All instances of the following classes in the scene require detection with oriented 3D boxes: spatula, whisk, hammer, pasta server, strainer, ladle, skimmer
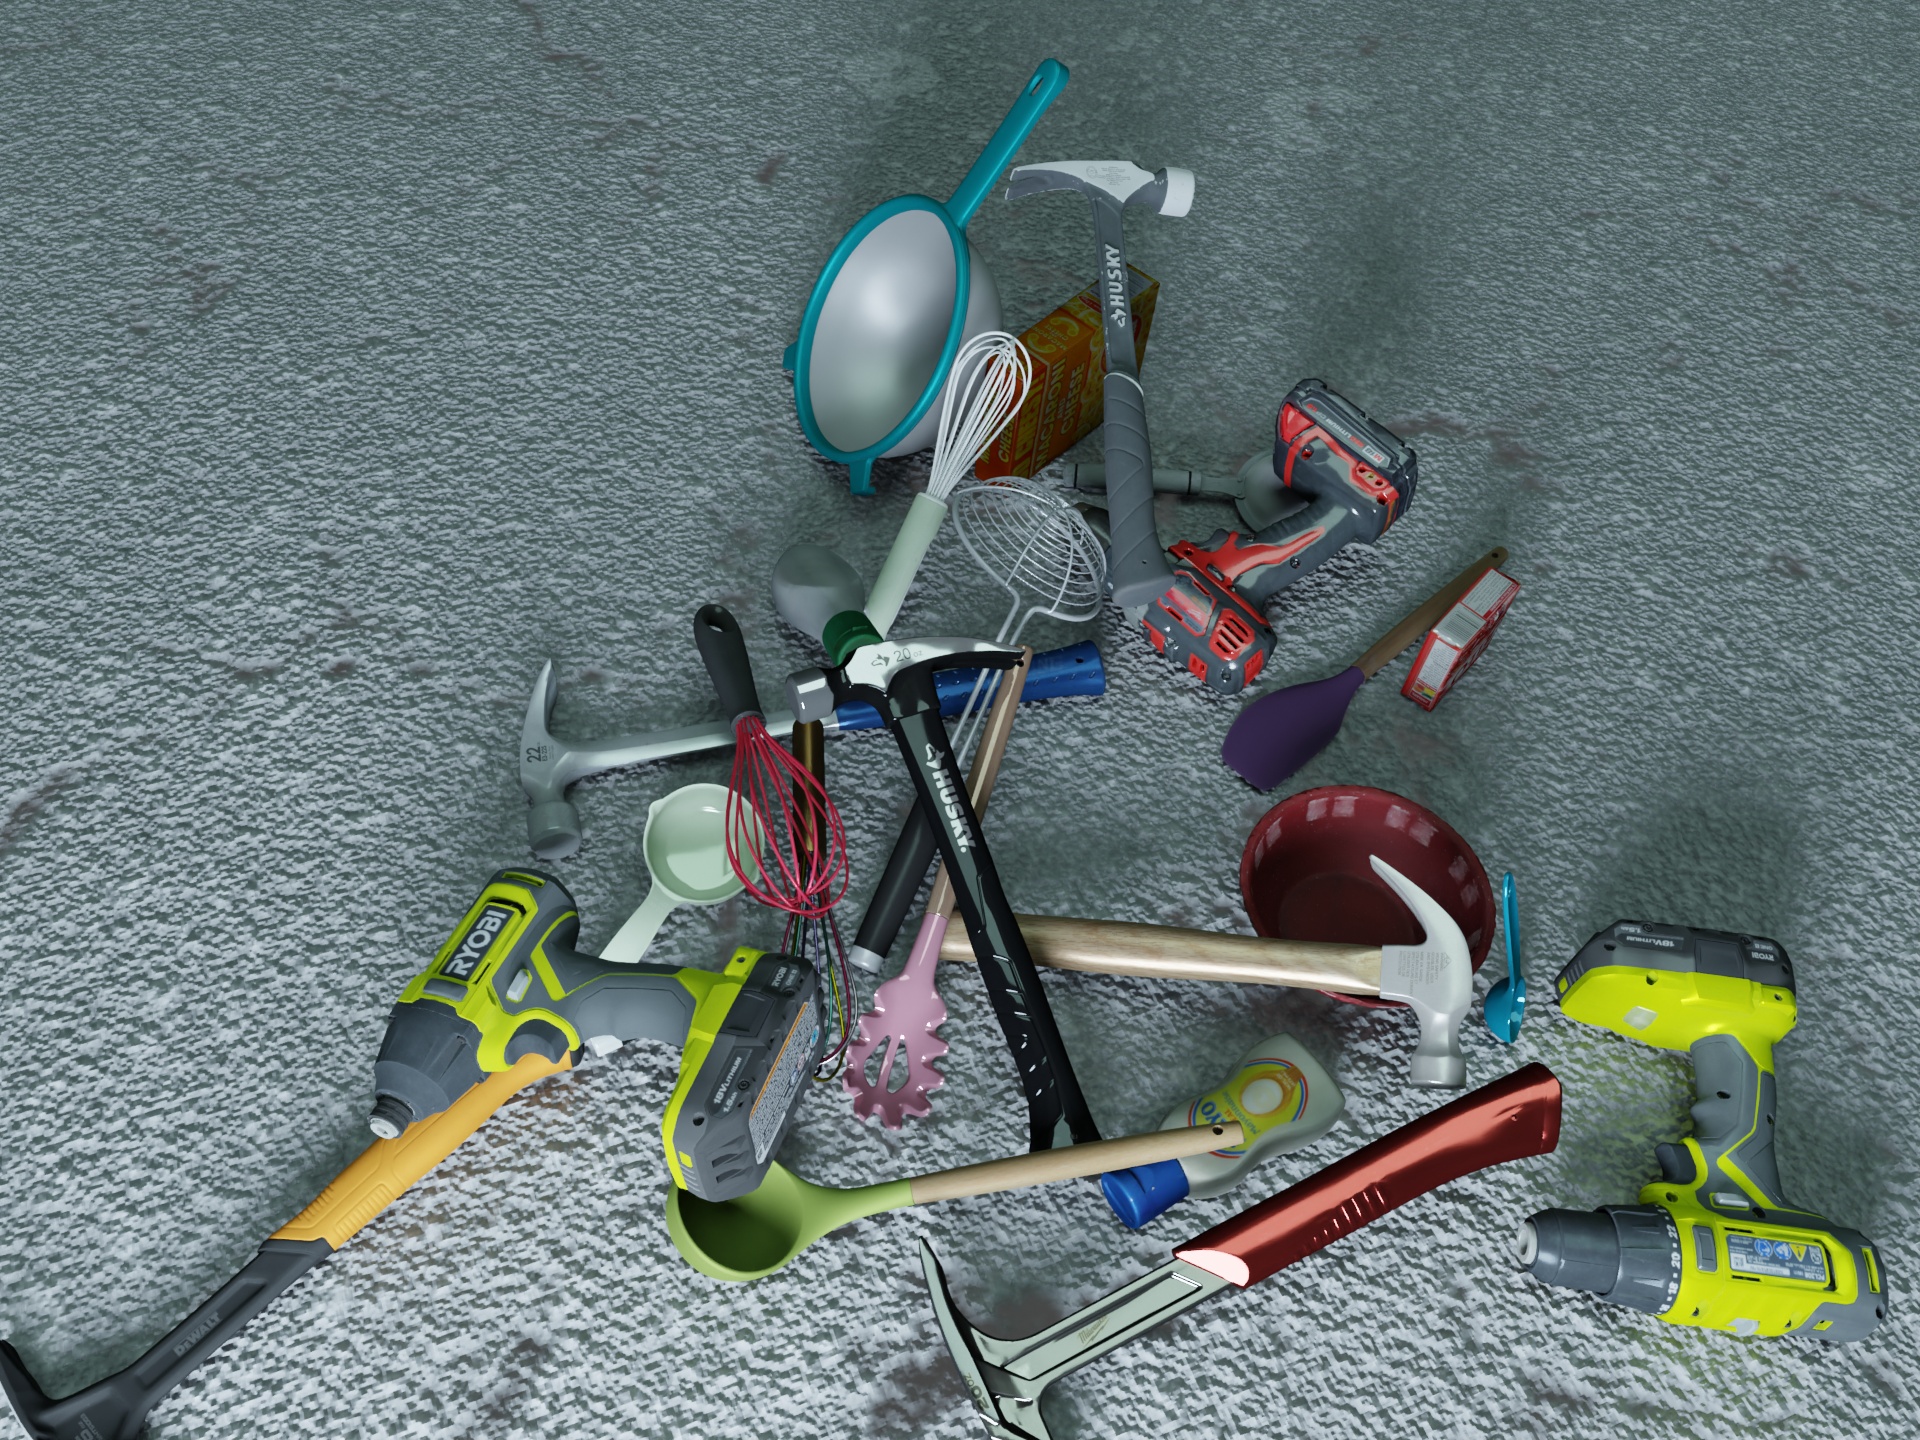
[{"bbox_3d":[0.306,-0.049,1.173,0.316,0.018,0.060,-35,62,-25],"label":"spatula"},{"bbox_3d":[-0.131,0.015,1.009,0.073,0.073,0.296,-12,43,-13],"label":"whisk"},{"bbox_3d":[-0.350,0.268,0.877,0.127,0.034,0.337,38,59,20],"label":"hammer"},{"bbox_3d":[0.137,0.139,0.962,0.331,0.031,0.130,3,73,15],"label":"hammer"},{"bbox_3d":[-0.004,0.094,0.979,0.060,0.040,0.316,21,73,-7],"label":"pasta server"},{"bbox_3d":[0.001,-0.338,1.218,0.095,0.340,0.211,14,36,-40],"label":"strainer"},{"bbox_3d":[0.161,0.271,0.860,0.359,0.036,0.149,-26,68,-7],"label":"hammer"},{"bbox_3d":[-0.016,-0.165,1.146,0.059,0.058,0.246,24,93,-22],"label":"whisk"},{"bbox_3d":[0.113,-0.260,1.160,0.149,0.036,0.409,4,61,-10],"label":"hammer"},{"bbox_3d":[0.193,-0.186,1.256,0.258,0.050,0.087,4,68,3],"label":"strainer"},{"bbox_3d":[-0.093,0.108,0.998,0.047,0.051,0.245,11,57,-25],"label":"whisk"},{"bbox_3d":[-0.099,-0.008,1.100,0.405,0.035,0.144,-10,55,-12],"label":"hammer"},{"bbox_3d":[0.018,0.105,0.950,0.146,0.035,0.335,-17,77,-18],"label":"hammer"},{"bbox_3d":[-0.002,0.249,0.875,0.320,0.062,0.078,-10,50,0],"label":"ladle"},{"bbox_3d":[-0.002,-0.003,1.067,0.127,0.090,0.363,29,74,-19],"label":"skimmer"}]

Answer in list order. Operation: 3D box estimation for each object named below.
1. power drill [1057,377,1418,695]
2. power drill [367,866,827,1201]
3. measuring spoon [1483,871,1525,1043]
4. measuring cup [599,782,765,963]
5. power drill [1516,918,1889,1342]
[{"bbox_3d":[0.203,-0.148,1.176,0.227,0.080,0.188,-43,69,-10],"label":"power drill"},{"bbox_3d":[-0.202,0.177,0.881,0.223,0.080,0.171,11,45,16],"label":"power drill"},{"bbox_3d":[0.329,0.143,0.973,0.021,0.128,0.042,6,36,32],"label":"measuring spoon"},{"bbox_3d":[-0.189,0.116,1.005,0.083,0.038,0.167,35,75,-1],"label":"measuring cup"},{"bbox_3d":[0.418,0.238,0.933,0.190,0.080,0.229,8,56,1],"label":"power drill"}]
